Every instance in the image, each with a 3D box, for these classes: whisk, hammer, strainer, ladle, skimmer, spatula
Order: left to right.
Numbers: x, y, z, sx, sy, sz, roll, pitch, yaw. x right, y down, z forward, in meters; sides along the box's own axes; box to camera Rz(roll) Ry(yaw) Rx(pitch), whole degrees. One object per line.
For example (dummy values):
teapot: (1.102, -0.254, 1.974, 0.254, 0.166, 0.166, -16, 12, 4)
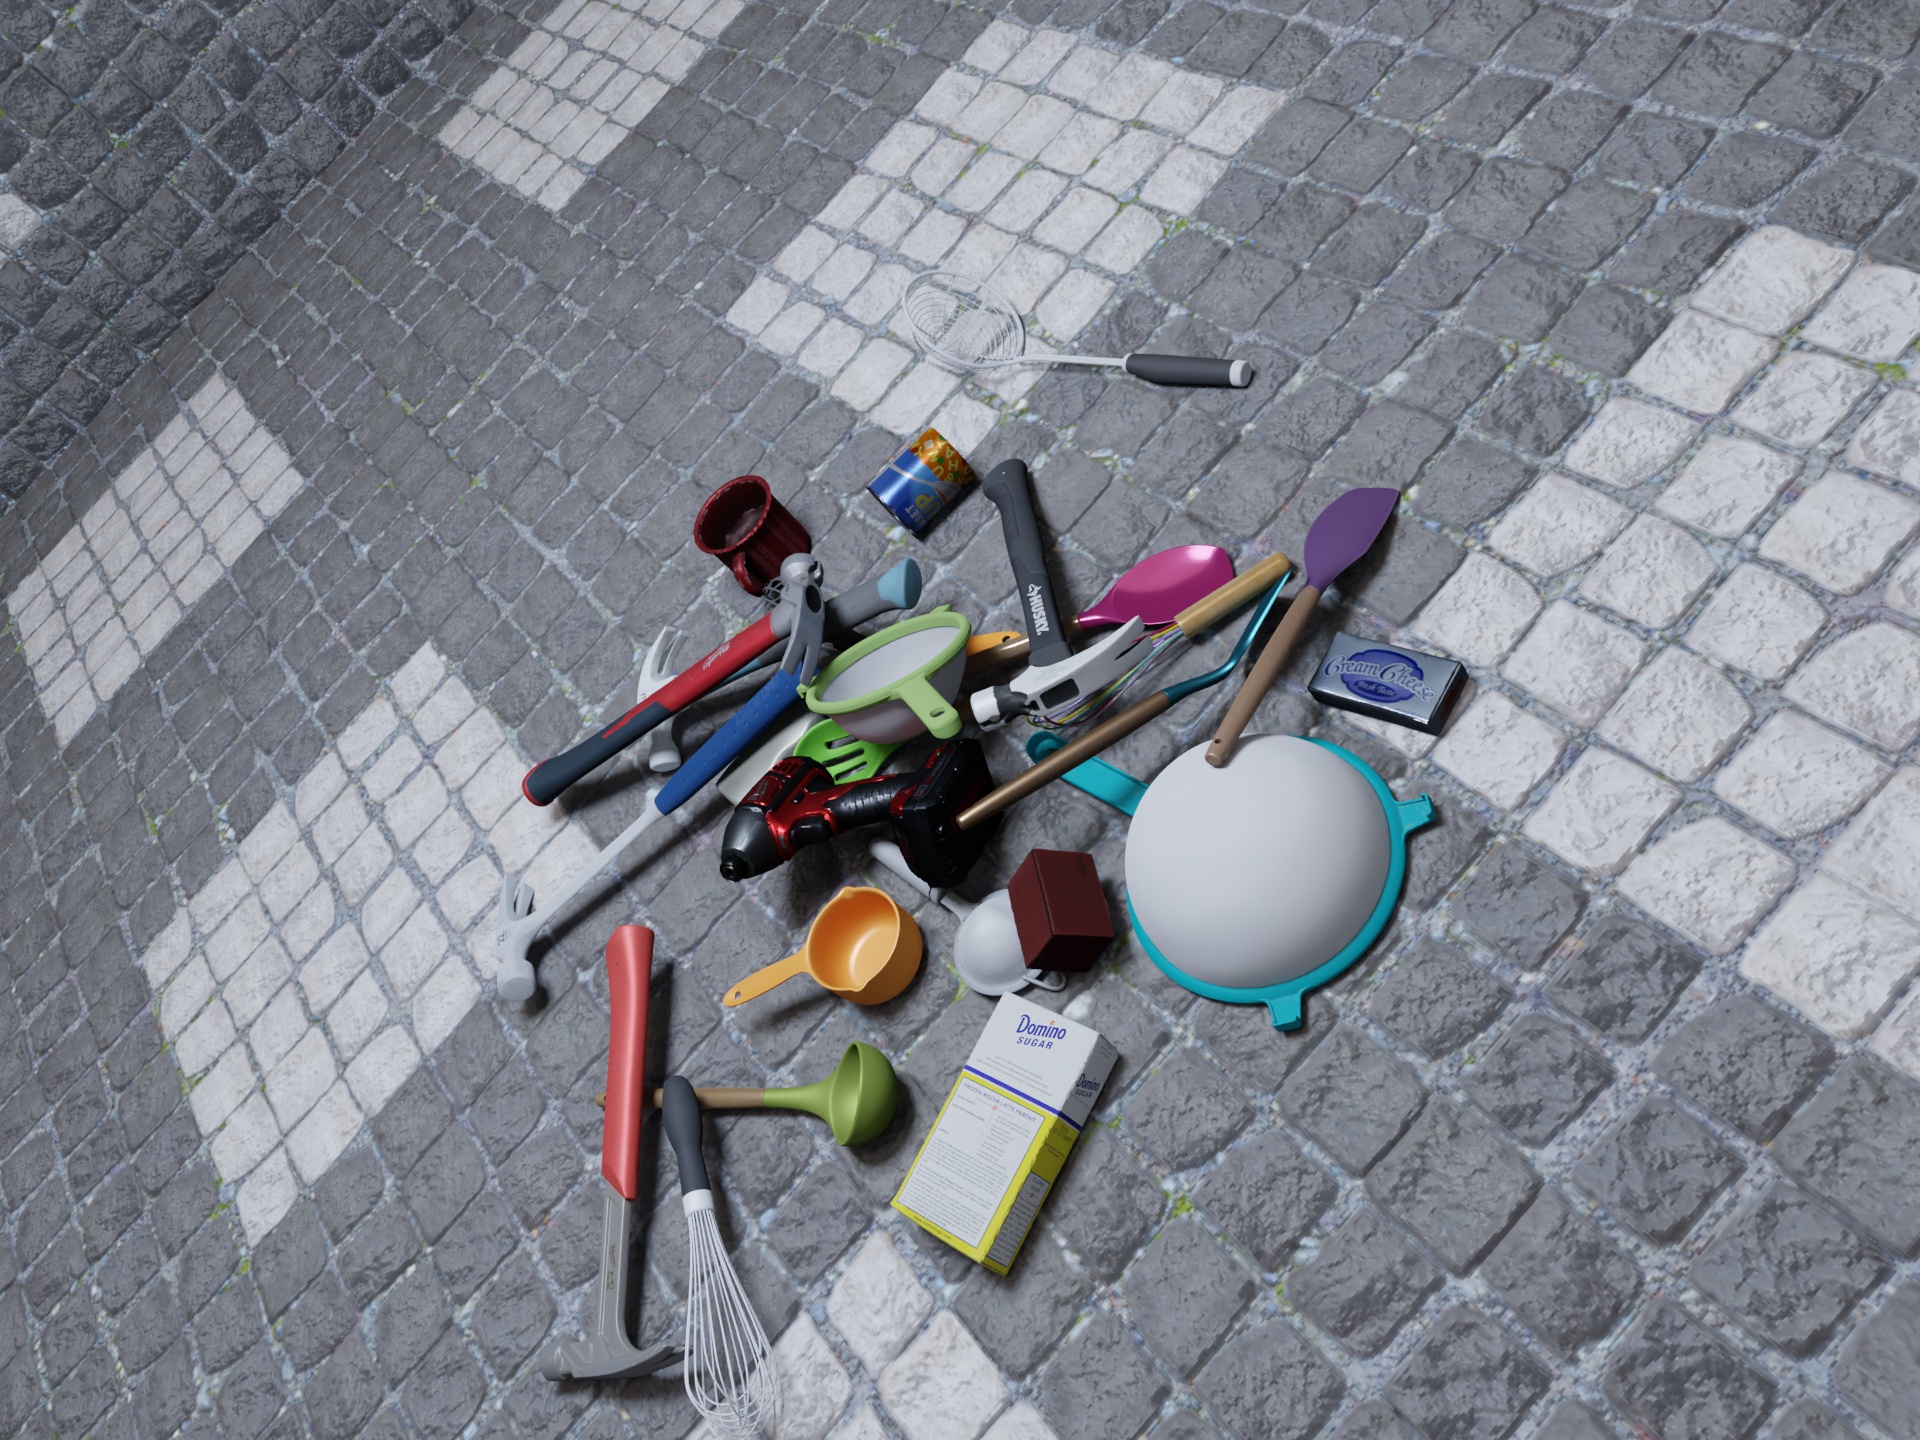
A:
hammer: (-0.266, 0.335, 1.278, 0.149, 0.036, 0.359, -23, 55, 33)
hammer: (-0.281, 0.081, 1.447, 0.405, 0.035, 0.144, -42, 36, 11)
hammer: (-0.271, -0.005, 1.451, 0.386, 0.038, 0.143, -31, 39, 28)
whisk: (-0.191, 0.394, 1.190, 0.070, 0.070, 0.285, -31, 52, 14)
ladle: (-0.181, 0.298, 1.265, 0.320, 0.062, 0.078, -9, 65, 32)
hammer: (-0.172, -0.066, 1.465, 0.331, 0.033, 0.128, -23, 70, 28)
whisk: (-0.107, -0.078, 1.471, 0.239, 0.055, 0.055, 29, 80, 38)
strainer: (-0.033, -0.011, 1.277, 0.151, 0.069, 0.257, -29, 22, -7)
strainer: (-0.012, 0.141, 1.266, 0.087, 0.050, 0.259, -53, 44, -6)
hammer: (0.065, -0.127, 1.348, 0.146, 0.035, 0.335, -22, 38, 11)
skimmer: (0.104, -0.365, 1.484, 0.363, 0.090, 0.127, 15, 39, 37)
spatula: (0.128, -0.012, 1.204, 0.317, 0.082, 0.044, -31, 83, -9)
whisk: (0.158, -0.063, 1.276, 0.245, 0.047, 0.051, -33, 23, 5)
strainer: (0.156, 0.062, 1.165, 0.341, 0.095, 0.211, 29, 79, 41)
spatula: (0.251, -0.079, 1.190, 0.060, 0.018, 0.316, 6, 47, 37)

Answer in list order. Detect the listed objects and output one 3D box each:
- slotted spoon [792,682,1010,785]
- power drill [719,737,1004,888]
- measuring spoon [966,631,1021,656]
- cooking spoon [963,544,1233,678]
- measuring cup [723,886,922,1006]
slotted spoon: (-0.002, -0.004, 1.361, 0.314, 0.031, 0.070, -19, 75, 20)
power drill: (-0.089, 0.081, 1.291, 0.220, 0.078, 0.143, -4, 28, 28)
measuring spoon: (0.002, -0.067, 1.410, 0.117, 0.011, 0.021, -7, 58, 31)
cooking spoon: (0.079, -0.074, 1.348, 0.319, 0.017, 0.069, -21, 59, 17)
measuring cup: (-0.109, 0.201, 1.283, 0.173, 0.052, 0.095, -28, 49, 19)
